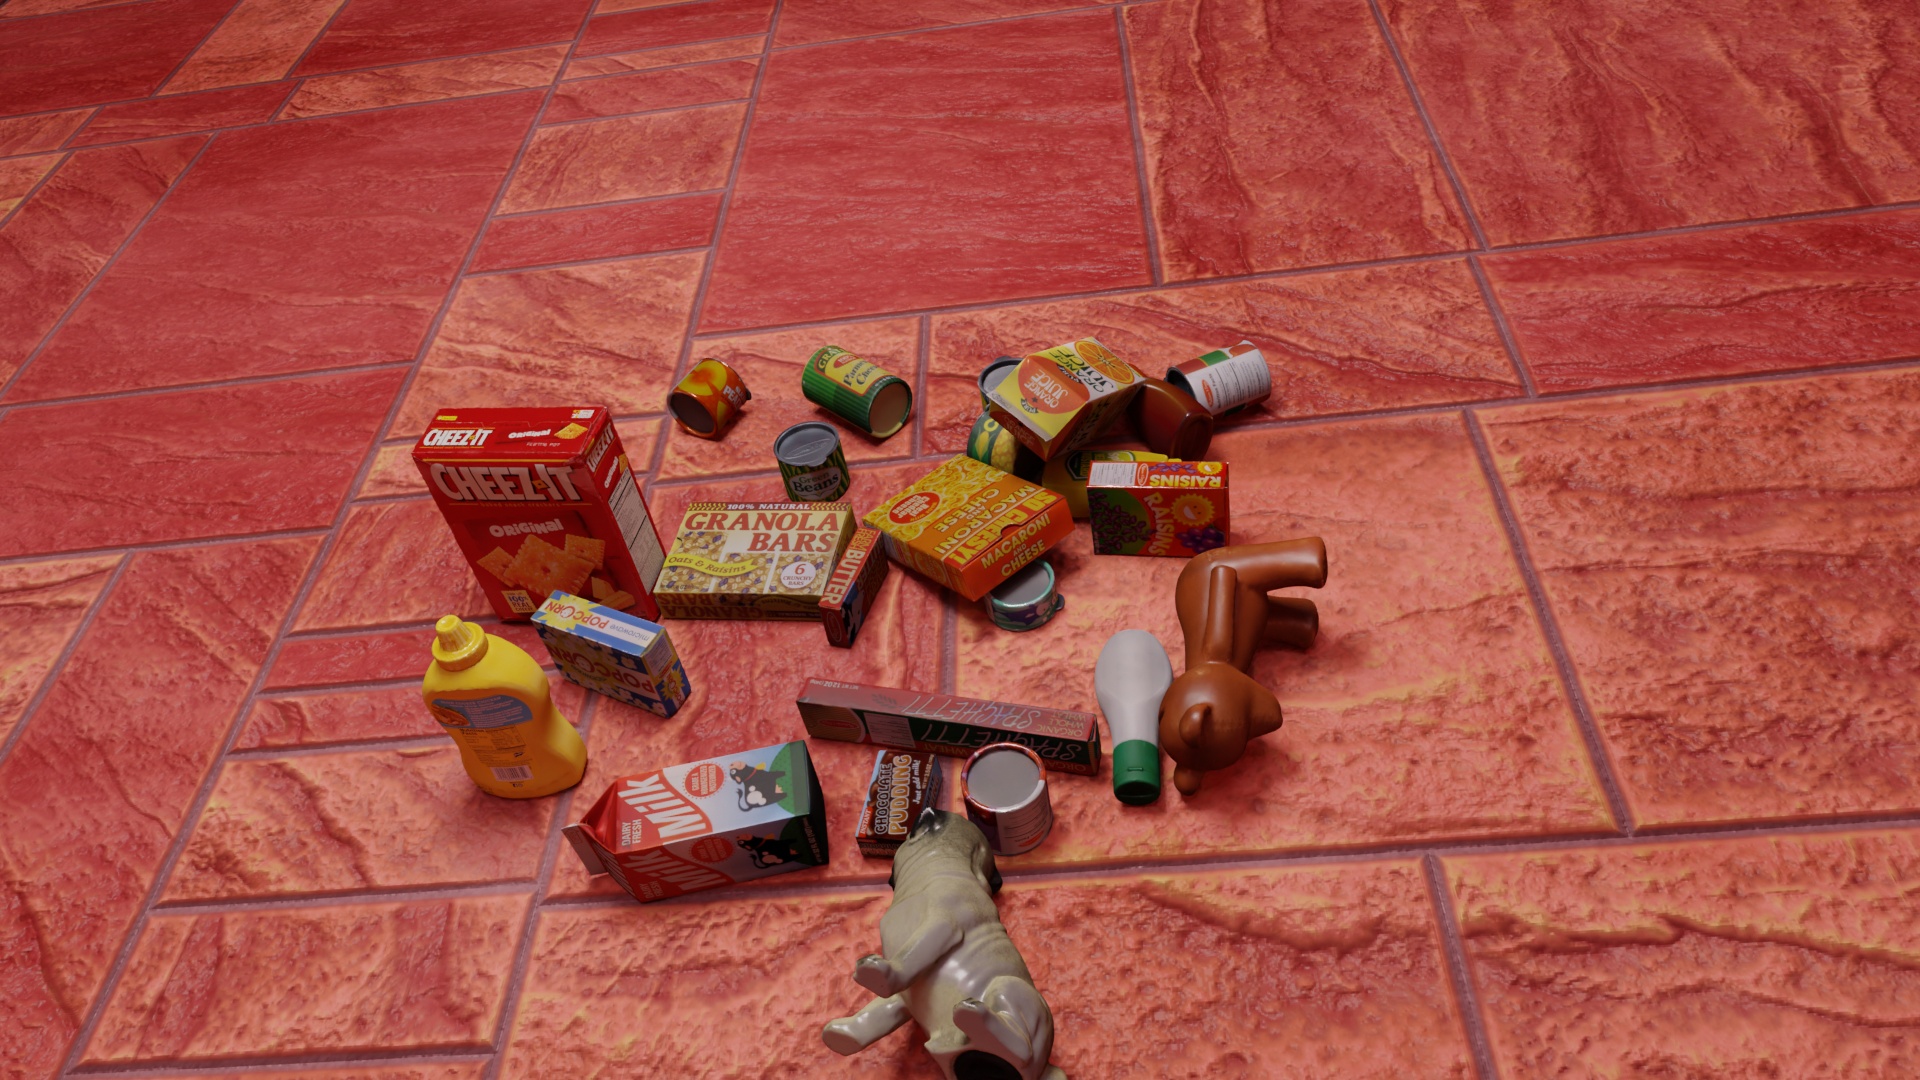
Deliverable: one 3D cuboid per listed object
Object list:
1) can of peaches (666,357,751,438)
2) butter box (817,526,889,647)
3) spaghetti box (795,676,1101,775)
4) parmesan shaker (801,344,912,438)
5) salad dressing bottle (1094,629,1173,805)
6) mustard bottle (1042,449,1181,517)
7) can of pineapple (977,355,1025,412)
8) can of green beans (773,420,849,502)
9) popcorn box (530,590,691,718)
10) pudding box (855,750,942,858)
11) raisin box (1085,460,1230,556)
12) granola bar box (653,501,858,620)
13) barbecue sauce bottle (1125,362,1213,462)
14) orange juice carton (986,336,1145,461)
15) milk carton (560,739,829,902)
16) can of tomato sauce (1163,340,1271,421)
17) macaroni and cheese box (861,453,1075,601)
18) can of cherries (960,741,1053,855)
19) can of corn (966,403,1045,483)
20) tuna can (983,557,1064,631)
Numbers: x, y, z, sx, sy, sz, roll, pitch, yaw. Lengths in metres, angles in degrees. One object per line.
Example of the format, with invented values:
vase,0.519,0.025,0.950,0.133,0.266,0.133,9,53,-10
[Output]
can of peaches,-0.268,-0.150,1.476,0.071,0.071,0.058,16,50,26
butter box,-0.095,0.041,1.252,0.024,0.052,0.104,9,47,17
spaghetti box,-0.009,0.150,1.124,0.250,0.050,0.029,5,47,16
parmesan shaker,-0.106,-0.157,1.450,0.103,0.071,0.071,30,57,34
salad dressing bottle,0.139,0.140,1.110,0.064,0.043,0.148,-3,45,8
mustard bottle,0.158,-0.056,1.303,0.160,0.048,0.066,-2,40,10
can of pineapple,0.054,-0.144,1.409,0.071,0.057,0.071,-6,44,6
can of green beans,-0.147,-0.076,1.380,0.071,0.057,0.071,-6,44,6
popcorn box,-0.304,0.099,1.212,0.127,0.084,0.038,15,51,25
pudding box,-0.048,0.207,1.088,0.049,0.030,0.084,2,45,15
raisin box,0.178,-0.028,1.244,0.123,0.085,0.040,1,43,13
granola bar box,-0.190,0.017,1.307,0.165,0.038,0.125,0,45,12
barbecue sauce bottle,0.192,-0.129,1.366,0.044,0.064,0.149,0,30,-25
orange juice carton,0.094,-0.130,1.293,0.072,0.072,0.193,41,29,13
milk carton,-0.204,0.221,1.075,0.191,0.072,0.074,-12,44,-1
can of tomato sauce,0.254,-0.154,1.374,0.083,0.070,0.071,-22,45,-12
macaroni and cheese box,0.005,-0.016,1.270,0.124,0.040,0.166,-35,33,-22
can of cherries,0.034,0.195,1.062,0.071,0.058,0.072,-6,44,6
can of corn,0.049,-0.093,1.348,0.058,0.070,0.071,26,55,32
tuna can,0.055,0.045,1.231,0.071,0.032,0.071,-6,44,6
